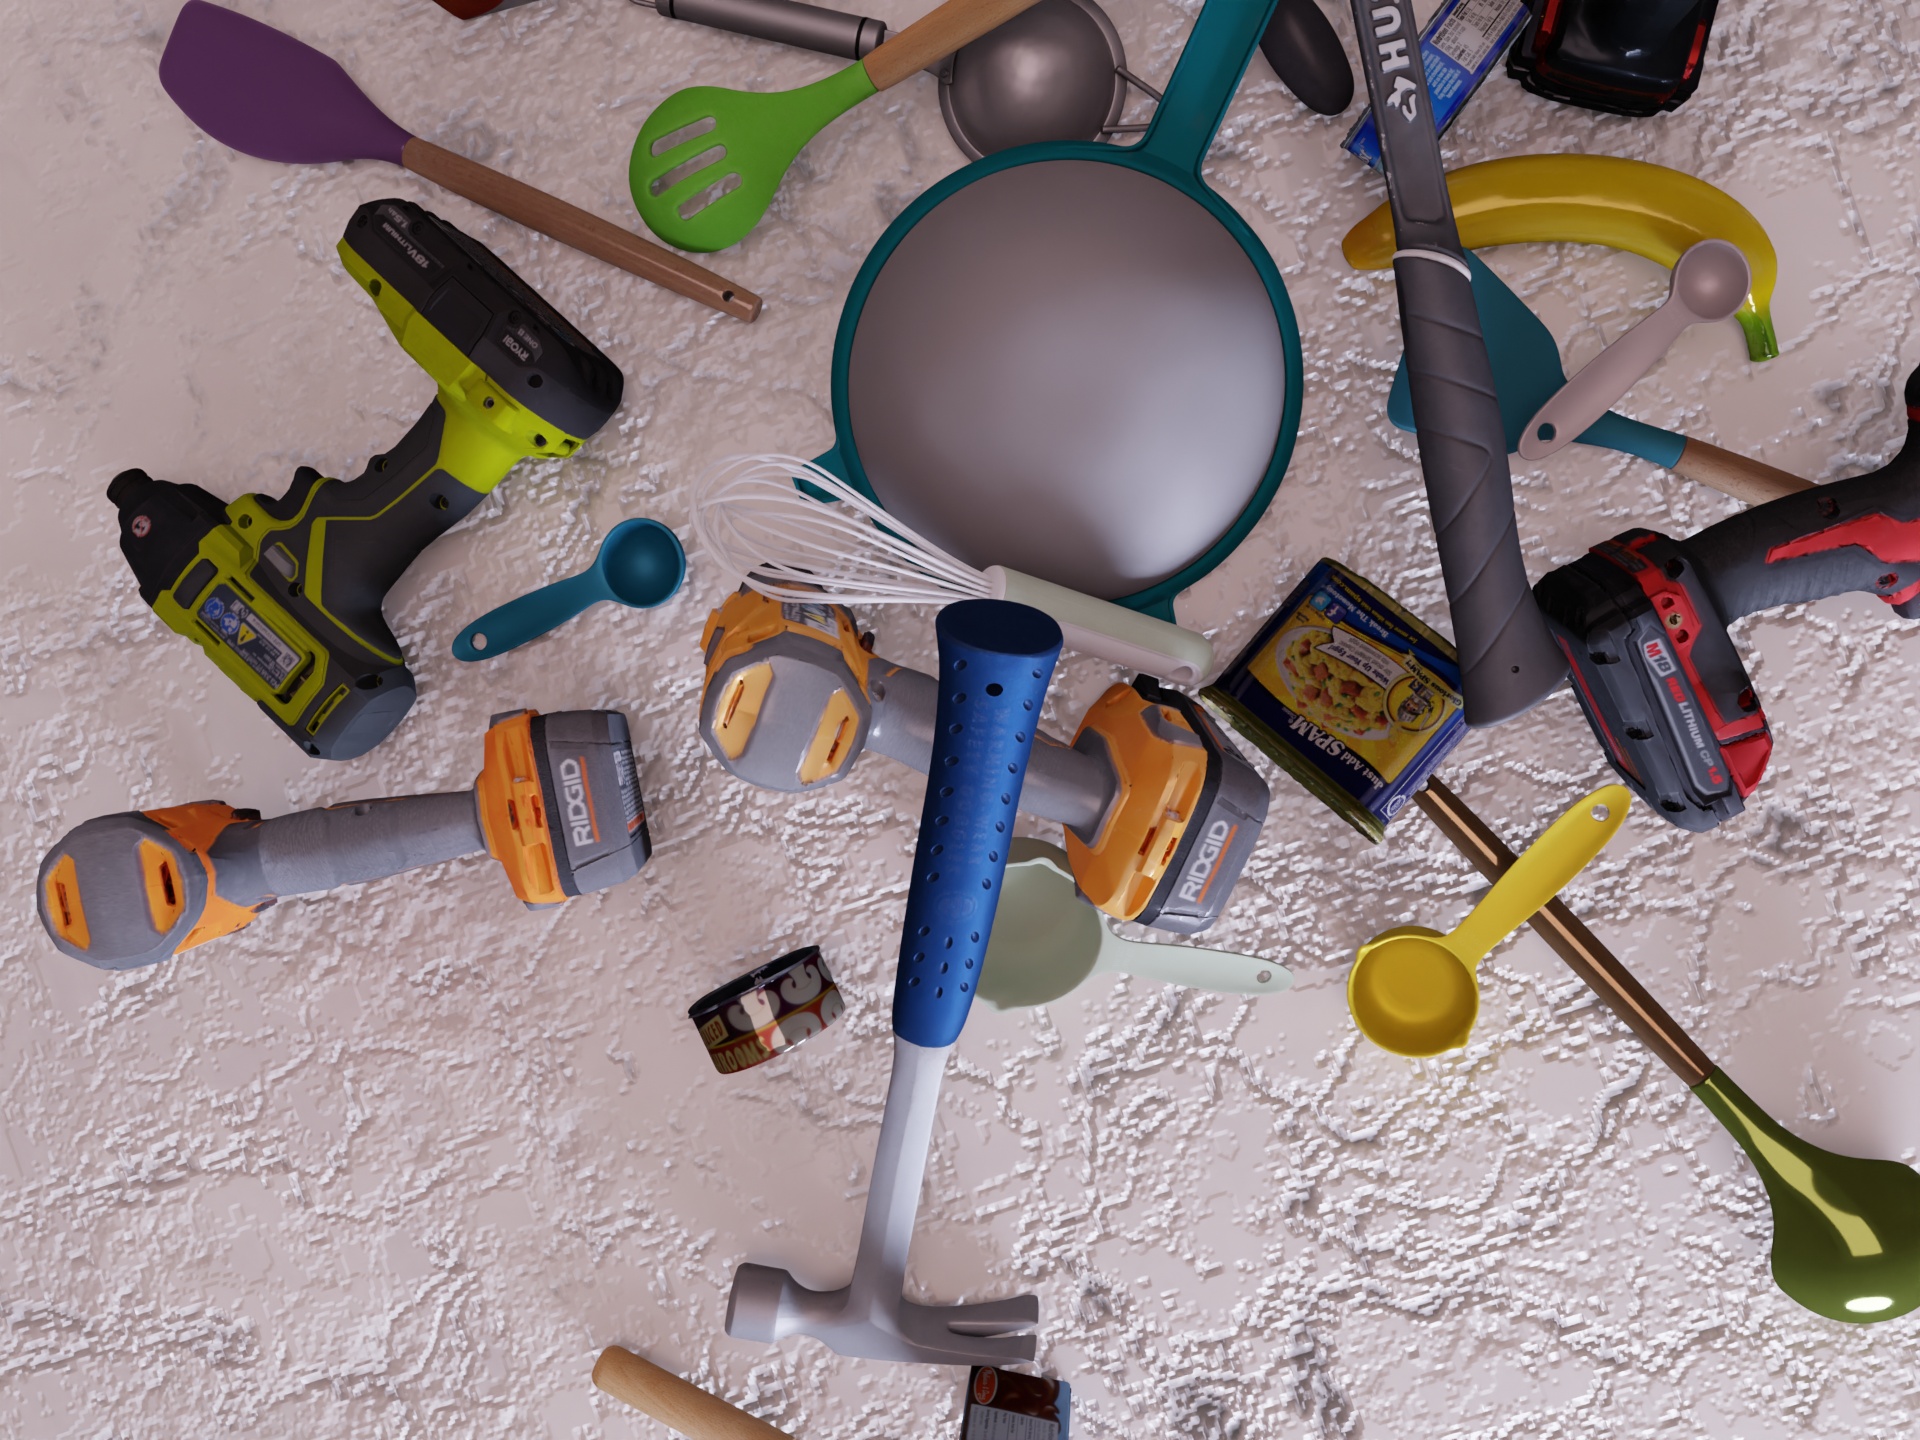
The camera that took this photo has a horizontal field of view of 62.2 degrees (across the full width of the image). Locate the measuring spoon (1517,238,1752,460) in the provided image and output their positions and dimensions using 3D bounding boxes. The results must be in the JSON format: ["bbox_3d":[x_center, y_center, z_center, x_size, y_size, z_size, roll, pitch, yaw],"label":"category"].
[{"bbox_3d":[0.281,-0.155,0.674,0.124,0.018,0.034,-43,99,2],"label":"measuring spoon"}]

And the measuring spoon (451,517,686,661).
[{"bbox_3d":[-0.185,-0.057,0.755,0.128,0.021,0.042,-23,91,15],"label":"measuring spoon"}]

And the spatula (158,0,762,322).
[{"bbox_3d":[-0.237,-0.254,0.746,0.316,0.018,0.060,25,96,5],"label":"spatula"}]

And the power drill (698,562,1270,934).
[{"bbox_3d":[-0.001,-0.002,0.678,0.226,0.185,0.084,19,106,-13],"label":"power drill"}]

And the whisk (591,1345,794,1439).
[{"bbox_3d":[-0.064,0.361,0.749,0.245,0.047,0.051,24,82,8],"label":"whisk"}]

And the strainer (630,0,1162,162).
[{"bbox_3d":[-0.033,-0.304,0.718,0.258,0.050,0.087,16,108,7],"label":"strainer"}]

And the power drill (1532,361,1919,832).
[{"bbox_3d":[0.367,-0.052,0.654,0.219,0.079,0.143,-29,106,10],"label":"power drill"}]

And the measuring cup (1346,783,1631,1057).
[{"bbox_3d":[0.234,0.084,0.700,0.062,0.029,0.156,43,107,8],"label":"measuring cup"}]

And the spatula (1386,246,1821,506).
[{"bbox_3d":[0.340,-0.107,0.691,0.317,0.044,0.082,22,89,3],"label":"spatula"}]

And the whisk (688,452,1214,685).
[{"bbox_3d":[0.005,-0.052,0.640,0.246,0.058,0.059,15,59,-29],"label":"whisk"}]

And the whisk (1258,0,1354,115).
[{"bbox_3d":[0.089,-0.387,0.695,0.070,0.070,0.284,-35,94,5],"label":"whisk"}]

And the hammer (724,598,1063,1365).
[{"bbox_3d":[-0.010,0.132,0.638,0.144,0.035,0.405,10,125,-1],"label":"hammer"}]

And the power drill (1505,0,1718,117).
[{"bbox_3d":[0.287,-0.343,0.592,0.080,0.226,0.188,14,94,4],"label":"power drill"}]

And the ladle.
[{"bbox_3d":[0.309,0.136,0.711,0.078,0.062,0.320,-43,82,7],"label":"ladle"}]

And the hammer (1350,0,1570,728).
[{"bbox_3d":[0.176,-0.197,0.622,0.149,0.036,0.409,-13,97,3],"label":"hammer"}]

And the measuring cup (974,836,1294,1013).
[{"bbox_3d":[0.070,0.097,0.726,0.167,0.038,0.083,11,113,-8],"label":"measuring cup"}]

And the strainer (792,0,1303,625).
[{"bbox_3d":[0.071,-0.195,0.657,0.211,0.095,0.340,24,104,-3],"label":"strainer"}]

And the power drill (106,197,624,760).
[{"bbox_3d":[-0.278,-0.117,0.728,0.171,0.080,0.223,42,98,6],"label":"power drill"}]

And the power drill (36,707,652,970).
[{"bbox_3d":[-0.257,0.051,0.705,0.226,0.164,0.084,-11,92,-7],"label":"power drill"}]

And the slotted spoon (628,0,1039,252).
[{"bbox_3d":[-0.017,-0.292,0.681,0.314,0.031,0.070,-23,98,19],"label":"slotted spoon"}]
